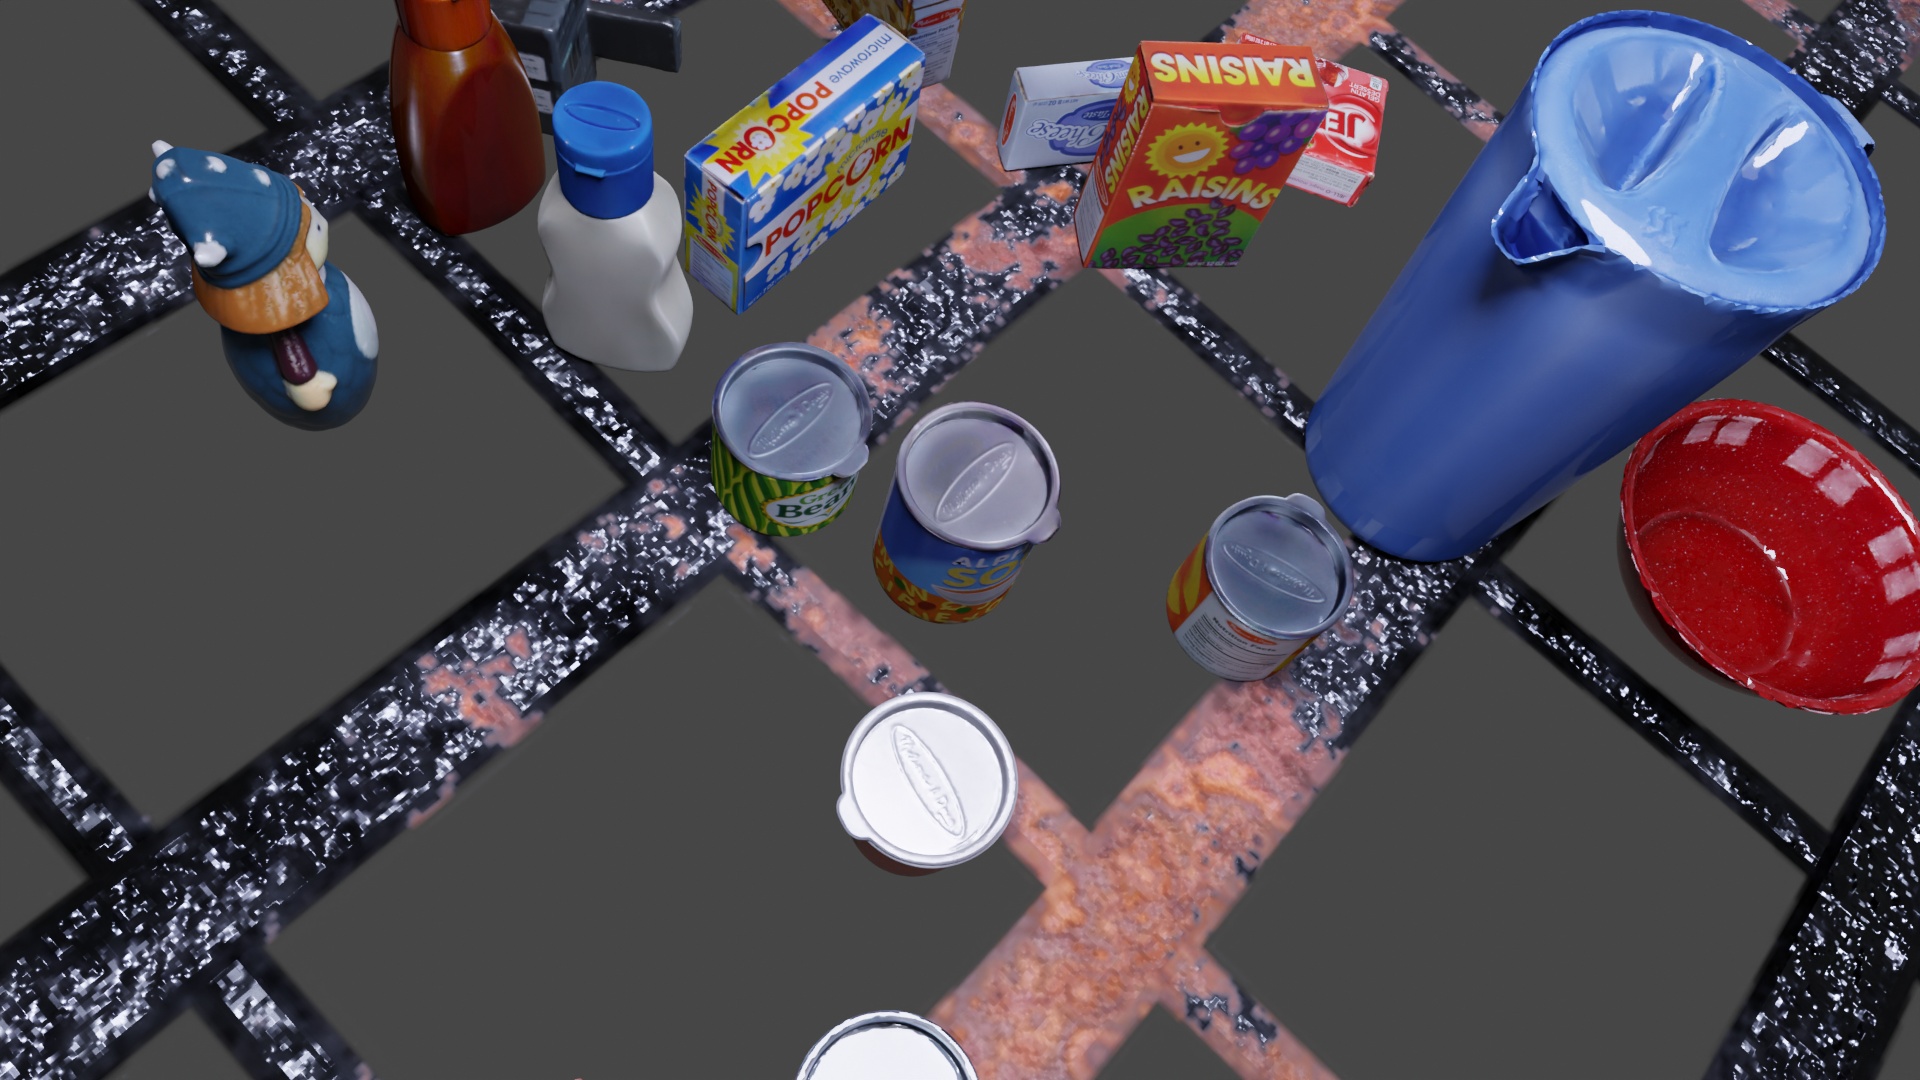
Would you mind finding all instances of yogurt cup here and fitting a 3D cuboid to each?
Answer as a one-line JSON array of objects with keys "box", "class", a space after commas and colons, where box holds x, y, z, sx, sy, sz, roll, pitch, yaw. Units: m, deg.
[{"box": [-0.016, 0.099, 0.545, 0.072, 0.053, 0.072, 4, 64, -9], "class": "yogurt cup"}]

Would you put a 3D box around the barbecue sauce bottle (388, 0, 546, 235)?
[{"box": [-0.215, -0.196, 0.596, 0.065, 0.148, 0.044, -40, 78, -25], "class": "barbecue sauce bottle"}]

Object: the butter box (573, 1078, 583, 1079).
[{"box": [-0.112, 0.233, 0.462, 0.024, 0.053, 0.103, -27, 72, -21], "class": "butter box"}]

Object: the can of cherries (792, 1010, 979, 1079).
[{"box": [-0.029, 0.206, 0.488, 0.071, 0.058, 0.072, 4, 64, -9], "class": "can of cherries"}]

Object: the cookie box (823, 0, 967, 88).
[{"box": [-0.039, -0.324, 0.682, 0.040, 0.166, 0.123, -27, 73, -21], "class": "cookie box"}]

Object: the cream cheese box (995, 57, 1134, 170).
[{"box": [0.073, -0.222, 0.719, 0.104, 0.053, 0.024, -11, 68, -16], "class": "cream cheese box"}]

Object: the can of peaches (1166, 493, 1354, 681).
[{"box": [0.131, 0.021, 0.611, 0.071, 0.057, 0.071, 4, 64, -9], "class": "can of peaches"}]

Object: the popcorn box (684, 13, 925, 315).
[{"box": [-0.073, -0.176, 0.650, 0.038, 0.085, 0.127, 39, 64, 8], "class": "popcorn box"}]

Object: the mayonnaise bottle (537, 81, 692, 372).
[{"box": [-0.144, -0.125, 0.576, 0.065, 0.147, 0.041, 13, 63, -5], "class": "mayonnaise bottle"}]

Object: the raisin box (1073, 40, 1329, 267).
[{"box": [0.111, -0.181, 0.668, 0.086, 0.122, 0.040, -2, 65, -12], "class": "raisin box"}]

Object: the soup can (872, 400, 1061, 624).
[{"box": [0.002, -0.007, 0.584, 0.071, 0.083, 0.071, 4, 64, -9], "class": "soup can"}]

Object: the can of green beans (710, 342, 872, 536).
[{"box": [-0.074, -0.042, 0.600, 0.071, 0.057, 0.071, 4, 64, -9], "class": "can of green beans"}]
